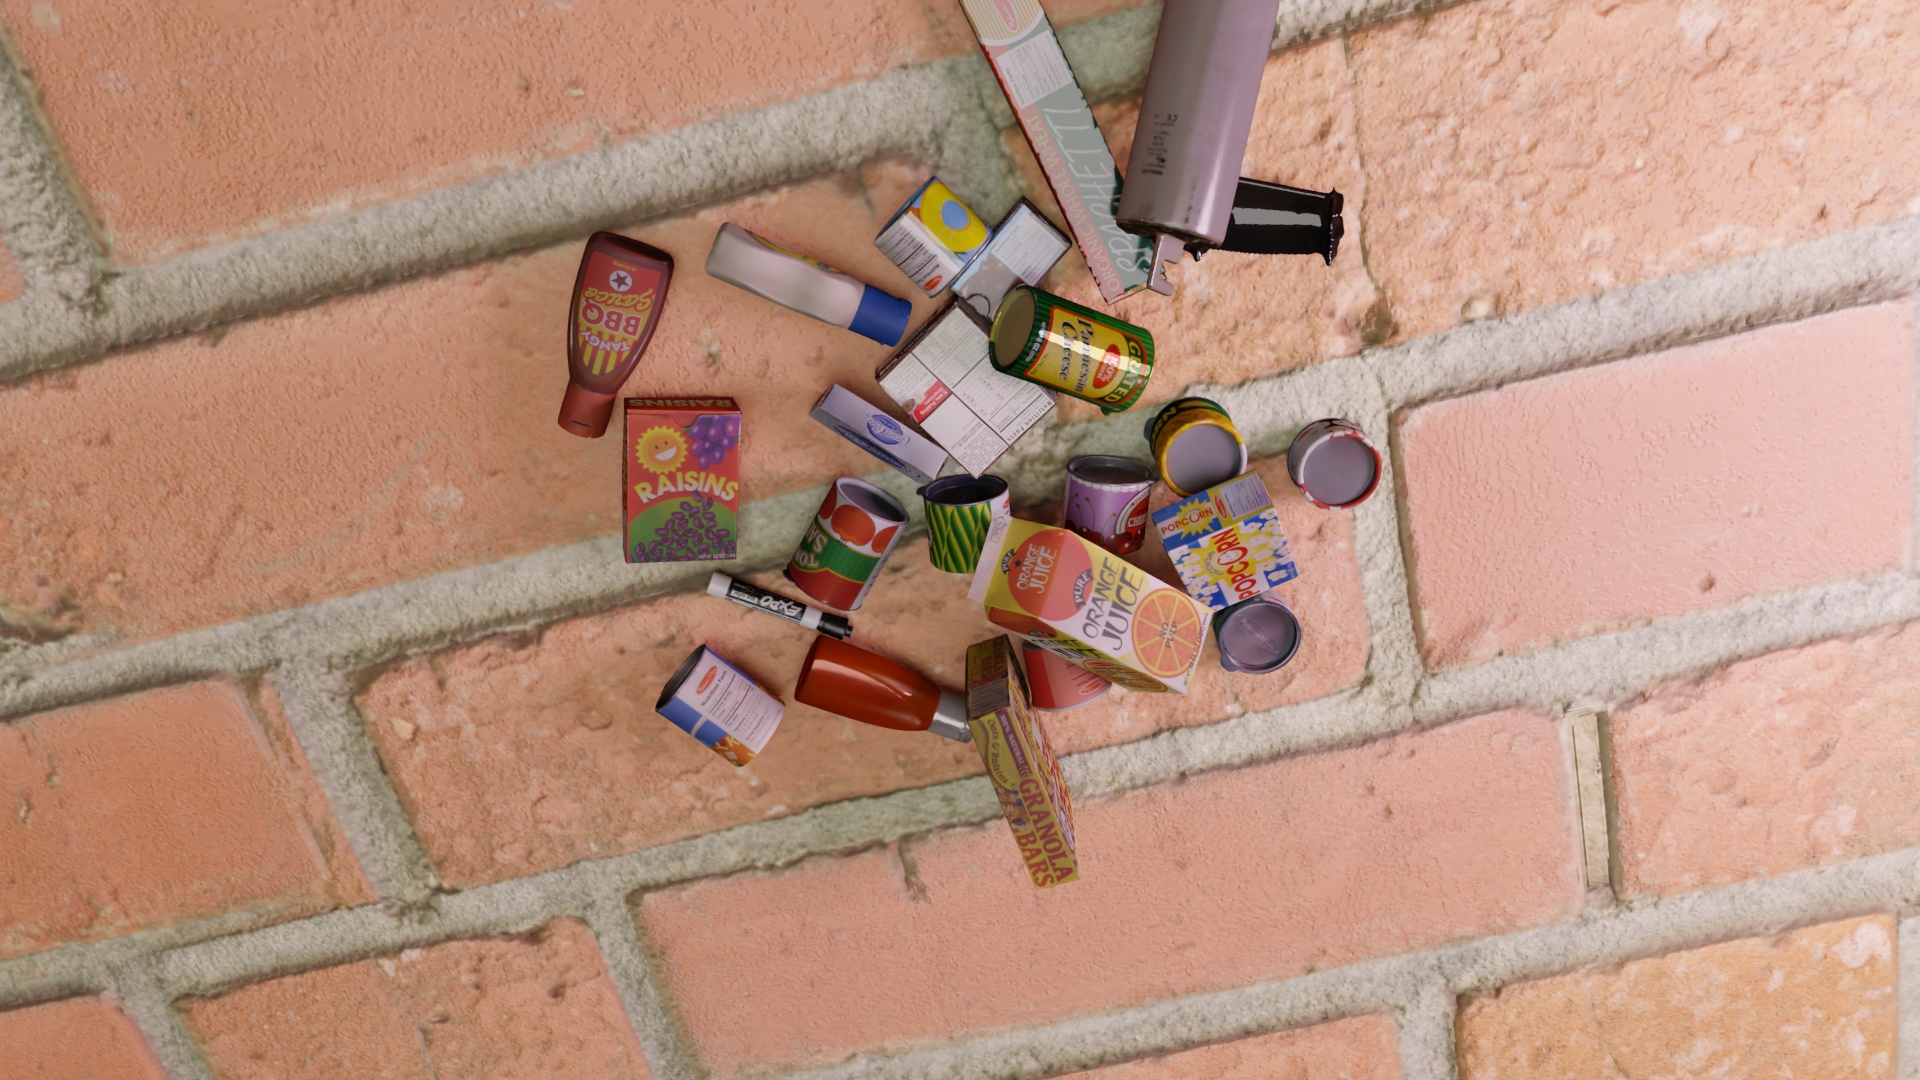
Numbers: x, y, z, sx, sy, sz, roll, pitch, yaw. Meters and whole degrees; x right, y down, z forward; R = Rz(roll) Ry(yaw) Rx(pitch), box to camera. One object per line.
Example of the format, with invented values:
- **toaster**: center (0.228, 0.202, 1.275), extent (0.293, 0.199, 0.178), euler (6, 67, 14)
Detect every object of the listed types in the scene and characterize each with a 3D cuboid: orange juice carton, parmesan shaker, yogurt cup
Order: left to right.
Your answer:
- **yogurt cup**: center (0.083, 0.100, 1.117), extent (0.072, 0.072, 0.054), euler (-17, 103, 7)
- **parmesan shaker**: center (0.079, -0.135, 1.004), extent (0.103, 0.071, 0.071), euler (15, 113, -27)
- **orange juice carton**: center (0.091, 0.049, 1.048), extent (0.192, 0.073, 0.072), euler (28, 72, -26)

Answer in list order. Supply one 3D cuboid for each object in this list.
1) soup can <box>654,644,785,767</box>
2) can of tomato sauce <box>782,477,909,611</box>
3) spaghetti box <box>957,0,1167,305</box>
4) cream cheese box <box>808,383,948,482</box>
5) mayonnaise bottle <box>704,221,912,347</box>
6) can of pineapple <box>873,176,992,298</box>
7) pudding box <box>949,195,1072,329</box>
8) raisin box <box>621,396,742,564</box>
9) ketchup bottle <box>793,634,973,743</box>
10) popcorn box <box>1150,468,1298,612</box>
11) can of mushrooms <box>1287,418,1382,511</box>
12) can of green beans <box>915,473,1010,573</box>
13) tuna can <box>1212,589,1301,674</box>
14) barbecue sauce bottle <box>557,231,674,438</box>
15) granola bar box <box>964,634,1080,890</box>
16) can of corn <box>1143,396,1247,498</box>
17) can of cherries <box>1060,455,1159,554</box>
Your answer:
- **soup can**: center (-0.196, 0.135, 1.131), extent (0.083, 0.071, 0.071), euler (38, 107, -15)
- **can of tomato sauce**: center (-0.089, 0.002, 1.075), extent (0.071, 0.071, 0.082), euler (27, 109, -10)
- **spaghetti box**: center (0.071, -0.286, 0.973), extent (0.050, 0.029, 0.249), euler (-25, 106, 11)
- **cream cheese box**: center (-0.062, -0.080, 1.048), extent (0.104, 0.053, 0.024), euler (31, 82, -12)
- **mayonnaise bottle**: center (-0.109, -0.184, 1.006), extent (0.148, 0.065, 0.041), euler (21, 103, -13)
- **can of pineapple**: center (-0.019, -0.217, 0.990), extent (0.058, 0.071, 0.071), euler (42, 106, -15)
- **pudding box**: center (0.036, -0.203, 1.014), extent (0.049, 0.030, 0.083), euler (38, 107, -15)
- **raisin box**: center (-0.214, -0.046, 1.059), extent (0.086, 0.040, 0.123), euler (-1, 113, -18)
- **ketchup bottle**: center (-0.058, 0.127, 1.136), extent (0.149, 0.044, 0.064), euler (20, 131, -9)
- **popcorn box**: center (0.203, 0.005, 1.057), extent (0.085, 0.038, 0.126), euler (-23, 148, 10)
- **can of mushrooms**: center (0.290, -0.057, 1.070), extent (0.071, 0.033, 0.070), euler (0, 111, 0)
- **can of green beans**: center (0.006, -0.013, 1.070), extent (0.071, 0.071, 0.057), euler (-5, 112, 2)
- **tuna can**: center (0.237, 0.074, 1.122), extent (0.071, 0.033, 0.070), euler (0, 112, 0)
- **barbecue sauce bottle**: center (-0.262, -0.149, 1.028), extent (0.065, 0.044, 0.148), euler (17, 111, -13)
- **granola bar box**: center (0.049, 0.176, 1.114), extent (0.039, 0.125, 0.165), euler (-19, 111, 8)
- **can of corn**: center (0.177, -0.070, 1.051), extent (0.071, 0.058, 0.071), euler (0, 112, 0)
- **can of cherries**: center (0.114, -0.027, 1.062), extent (0.071, 0.072, 0.058), euler (4, 112, -1)
